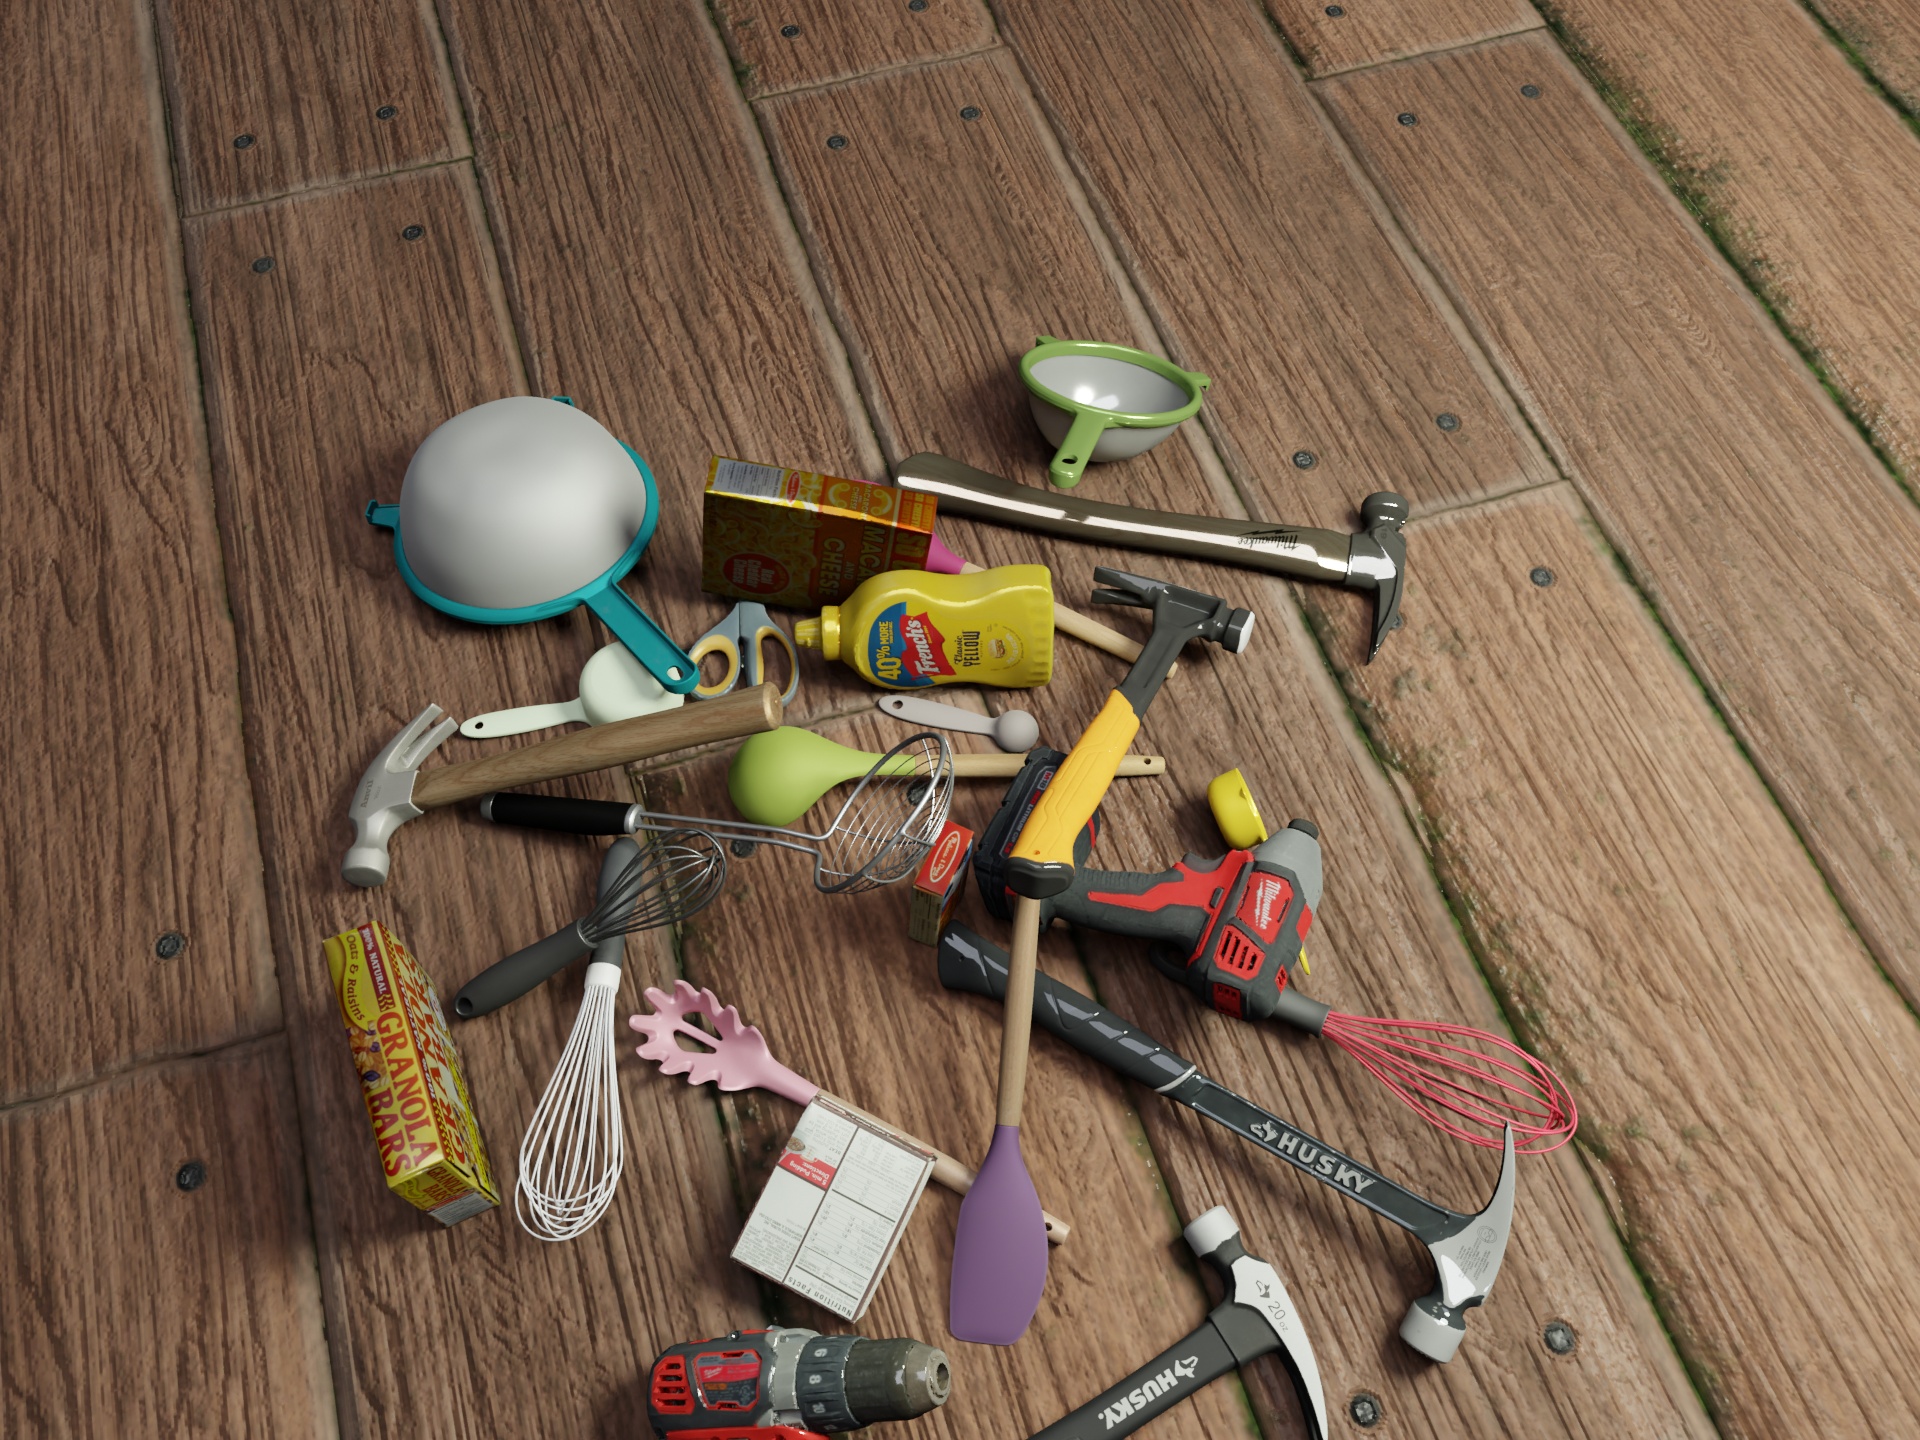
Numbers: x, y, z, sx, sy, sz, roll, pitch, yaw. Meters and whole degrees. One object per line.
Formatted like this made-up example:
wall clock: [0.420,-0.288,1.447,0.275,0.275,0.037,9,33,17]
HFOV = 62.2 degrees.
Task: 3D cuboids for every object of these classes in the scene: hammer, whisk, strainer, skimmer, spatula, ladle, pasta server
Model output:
hammer: [0.099,0.002,1.100,0.127,0.034,0.337,19,42,15]
whisk: [-0.243,0.203,1.060,0.070,0.070,0.285,3,57,1]
strainer: [-0.307,-0.145,1.203,0.211,0.095,0.341,-36,58,-20]
skimmer: [-0.176,0.052,1.077,0.363,0.090,0.127,4,46,18]
whisk: [-0.248,0.138,1.046,0.239,0.055,0.055,-31,61,18]
hammer: [0.062,0.437,0.941,0.335,0.035,0.146,-27,64,-15]
spatula: [0.035,0.233,1.016,0.060,0.018,0.316,5,80,2]
strainer: [0.103,-0.223,1.257,0.151,0.069,0.256,16,36,8]
ladle: [-0.009,0.039,1.166,0.320,0.062,0.078,0,58,-8]
hammer: [0.160,0.239,1.033,0.409,0.036,0.149,28,91,18]
pasta server: [-0.073,0.260,1.037,0.316,0.040,0.060,26,80,12]
hammer: [0.146,-0.146,1.268,0.410,0.038,0.146,10,63,6]
whisk: [0.262,0.209,1.062,0.296,0.073,0.073,22,63,18]
hammer: [-0.279,0.024,1.109,0.331,0.031,0.130,-13,52,15]

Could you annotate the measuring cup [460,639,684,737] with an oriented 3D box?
measuring cup: [-0.292,-0.016,1.187,0.167,0.038,0.083,-11,62,-9]

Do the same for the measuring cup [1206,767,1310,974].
measuring cup: [0.208,0.108,1.118,0.029,0.062,0.157,-21,65,13]

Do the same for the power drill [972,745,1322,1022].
power drill: [0.132,0.103,1.077,0.220,0.078,0.143,18,62,24]

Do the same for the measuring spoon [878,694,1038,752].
measuring spoon: [-0.002,-0.004,1.196,0.124,0.018,0.034,12,62,7]

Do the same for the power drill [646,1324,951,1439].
power drill: [-0.094,0.452,0.875,0.188,0.080,0.227,-14,56,24]

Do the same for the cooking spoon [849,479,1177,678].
cooking spoon: [0.025,-0.107,1.249,0.319,0.017,0.069,27,85,11]
